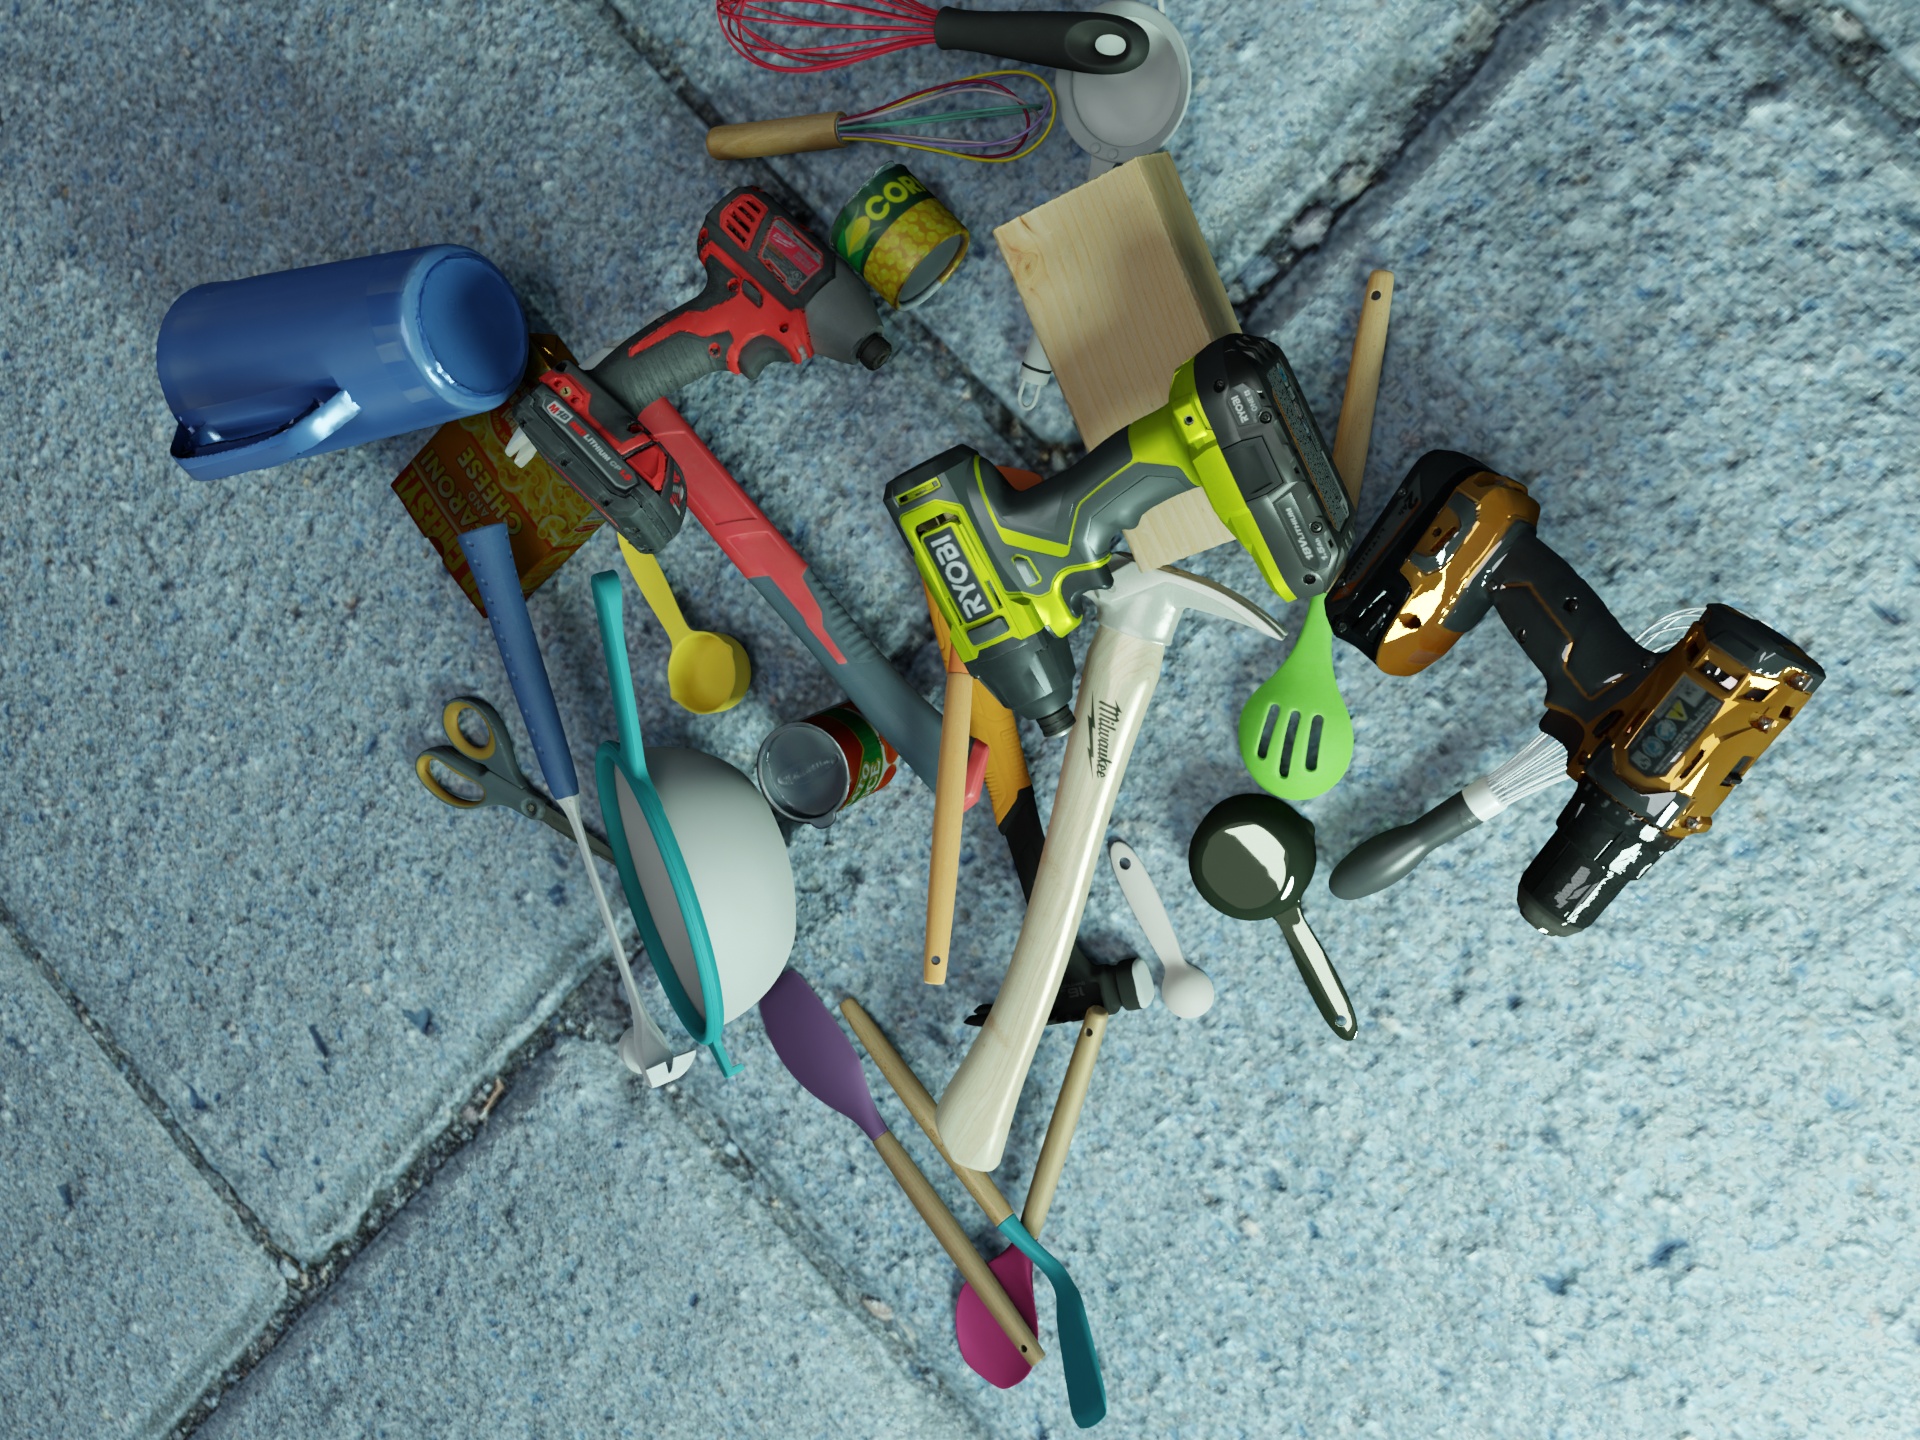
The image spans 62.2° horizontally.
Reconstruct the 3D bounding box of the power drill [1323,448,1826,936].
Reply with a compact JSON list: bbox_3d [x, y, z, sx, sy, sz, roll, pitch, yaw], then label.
[{"bbox_3d":[0.298,-0.016,0.836,0.226,0.084,0.185,46,116,35],"label":"power drill"}]

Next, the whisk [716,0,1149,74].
[{"bbox_3d":[-0.026,-0.406,0.926,0.296,0.073,0.073,18,107,25],"label":"whisk"}]

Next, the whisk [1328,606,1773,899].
[{"bbox_3d":[0.322,0.027,0.893,0.284,0.070,0.070,-38,85,29],"label":"whisk"}]

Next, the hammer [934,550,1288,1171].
[{"bbox_3d":[0.072,0.101,0.986,0.146,0.038,0.410,20,106,14],"label":"hammer"}]

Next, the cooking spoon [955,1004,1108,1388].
[{"bbox_3d":[0.052,0.325,1.068,0.069,0.017,0.318,27,117,28],"label":"cooking spoon"}]

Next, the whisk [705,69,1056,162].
[{"bbox_3d":[-0.054,-0.359,0.970,0.245,0.051,0.047,5,122,28],"label":"whisk"}]

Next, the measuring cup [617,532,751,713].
[{"bbox_3d":[-0.195,-0.074,1.107,0.062,0.029,0.157,-37,74,24],"label":"measuring cup"}]

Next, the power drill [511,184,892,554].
[{"bbox_3d":[-0.154,-0.216,0.989,0.143,0.078,0.219,43,82,9],"label":"power drill"}]

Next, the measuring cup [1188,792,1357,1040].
[{"bbox_3d":[0.198,0.125,0.972,0.083,0.038,0.167,-29,87,25],"label":"measuring cup"}]

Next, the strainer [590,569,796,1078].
[{"bbox_3d":[-0.168,0.048,1.028,0.211,0.095,0.340,45,145,49],"label":"strainer"}]

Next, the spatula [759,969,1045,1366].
[{"bbox_3d":[-0.042,0.312,1.110,0.059,0.018,0.316,-44,76,25],"label":"spatula"}]

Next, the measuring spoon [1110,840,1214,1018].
[{"bbox_3d":[0.124,0.135,1.016,0.034,0.018,0.124,-26,89,25],"label":"measuring spoon"}]

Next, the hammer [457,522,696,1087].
[{"bbox_3d":[-0.266,0.062,1.098,0.144,0.035,0.405,-5,103,69],"label":"hammer"}]

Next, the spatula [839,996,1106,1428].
[{"bbox_3d":[0.006,0.318,1.062,0.318,0.044,0.082,51,154,18],"label":"spatula"}]

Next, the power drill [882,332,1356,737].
[{"bbox_3d":[0.088,-0.095,0.853,0.223,0.080,0.171,-22,103,28],"label":"power drill"}]

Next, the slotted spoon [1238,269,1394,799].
[{"bbox_3d":[0.215,-0.101,0.927,0.070,0.031,0.313,13,104,22],"label":"slotted spoon"}]

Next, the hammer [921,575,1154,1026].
[{"bbox_3d":[0.022,0.036,1.030,0.127,0.034,0.337,-14,95,23],"label":"hammer"}]

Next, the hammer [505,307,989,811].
[{"bbox_3d":[-0.128,-0.084,1.021,0.143,0.038,0.386,-40,80,-3],"label":"hammer"}]

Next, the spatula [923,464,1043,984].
[{"bbox_3d":[-0.002,-0.003,0.967,0.081,0.041,0.323,5,85,0],"label":"spatula"}]

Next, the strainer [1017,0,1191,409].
[{"bbox_3d":[0.076,-0.306,0.935,0.087,0.050,0.258,30,116,23],"label":"strainer"}]
